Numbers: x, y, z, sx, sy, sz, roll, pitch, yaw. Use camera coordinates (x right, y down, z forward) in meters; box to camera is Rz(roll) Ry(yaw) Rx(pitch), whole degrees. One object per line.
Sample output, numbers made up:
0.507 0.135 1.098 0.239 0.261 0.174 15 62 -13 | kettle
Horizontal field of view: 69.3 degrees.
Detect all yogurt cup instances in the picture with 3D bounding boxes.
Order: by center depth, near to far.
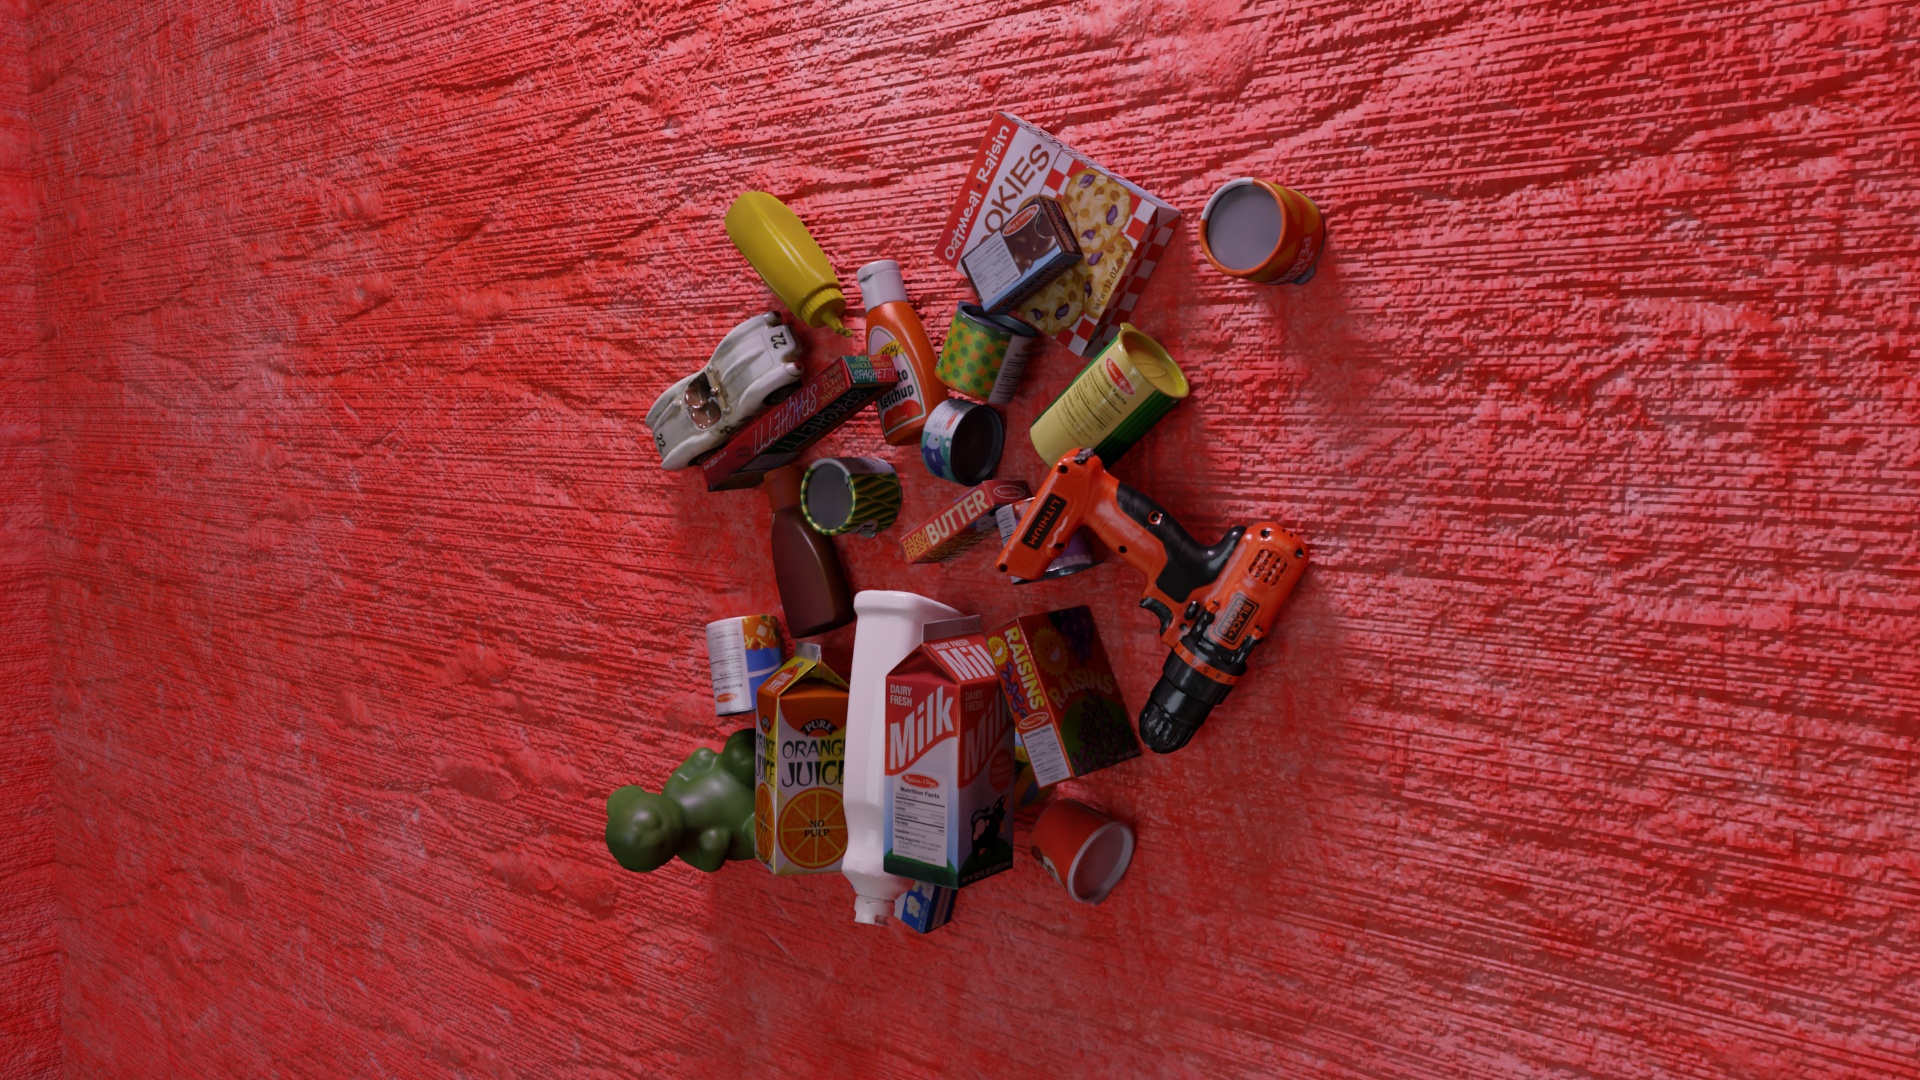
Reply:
0.089 0.230 1.047 0.054 0.072 0.072 29 110 42 | yogurt cup

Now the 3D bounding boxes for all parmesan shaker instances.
0.106 -0.098 1.011 0.102 0.071 0.071 -45 67 32 | parmesan shaker

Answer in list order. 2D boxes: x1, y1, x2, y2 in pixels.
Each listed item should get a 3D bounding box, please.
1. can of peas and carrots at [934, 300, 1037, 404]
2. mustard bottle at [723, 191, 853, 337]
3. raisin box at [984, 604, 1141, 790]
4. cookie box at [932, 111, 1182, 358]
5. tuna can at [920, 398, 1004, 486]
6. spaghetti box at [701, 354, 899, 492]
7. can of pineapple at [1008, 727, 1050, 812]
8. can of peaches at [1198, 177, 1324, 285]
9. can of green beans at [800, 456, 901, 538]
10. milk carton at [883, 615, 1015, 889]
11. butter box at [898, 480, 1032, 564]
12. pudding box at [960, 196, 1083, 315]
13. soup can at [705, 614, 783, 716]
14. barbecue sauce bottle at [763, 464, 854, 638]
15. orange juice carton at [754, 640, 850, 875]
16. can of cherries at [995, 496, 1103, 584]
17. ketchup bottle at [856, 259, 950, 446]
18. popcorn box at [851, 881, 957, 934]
0.017 -0.146 1.077 0.071 0.071 0.058 33 113 32 | can of peas and carrots
-0.142 -0.232 1.201 0.048 0.065 0.160 -45 70 27 | mustard bottle
0.076 0.115 1.035 0.040 0.086 0.123 -29 75 41 | raisin box
0.068 -0.232 1.049 0.168 0.040 0.122 40 116 29 | cookie box
0.002 -0.076 1.096 0.033 0.071 0.071 18 104 37 | tuna can
-0.142 -0.097 1.187 0.249 0.050 0.029 -28 75 48 | spaghetti box
0.031 0.181 1.092 0.071 0.058 0.071 3 95 38 | can of pineapple
0.203 -0.205 0.932 0.071 0.058 0.071 3 94 38 | can of peaches
-0.093 -0.038 1.177 0.071 0.058 0.071 3 95 38 | can of green beans
-0.008 0.153 1.038 0.073 0.072 0.190 3 94 37 | milk carton
0.004 -0.014 1.105 0.103 0.053 0.024 -34 71 35 | butter box
0.045 -0.208 1.023 0.083 0.030 0.050 -34 73 34 | pudding box
-0.192 0.114 1.259 0.071 0.071 0.084 -16 79 38 | soup can
-0.139 0.008 1.226 0.064 0.044 0.148 -22 78 36 | barbecue sauce bottle
-0.133 0.184 1.195 0.072 0.073 0.192 180 91 -68 | orange juice carton
0.067 -0.002 1.050 0.071 0.071 0.058 -20 80 38 | can of cherries
-0.050 -0.156 1.145 0.064 0.043 0.149 -22 79 40 | ketchup bottle
-0.038 0.252 1.164 0.085 0.038 0.126 24 107 35 | popcorn box
